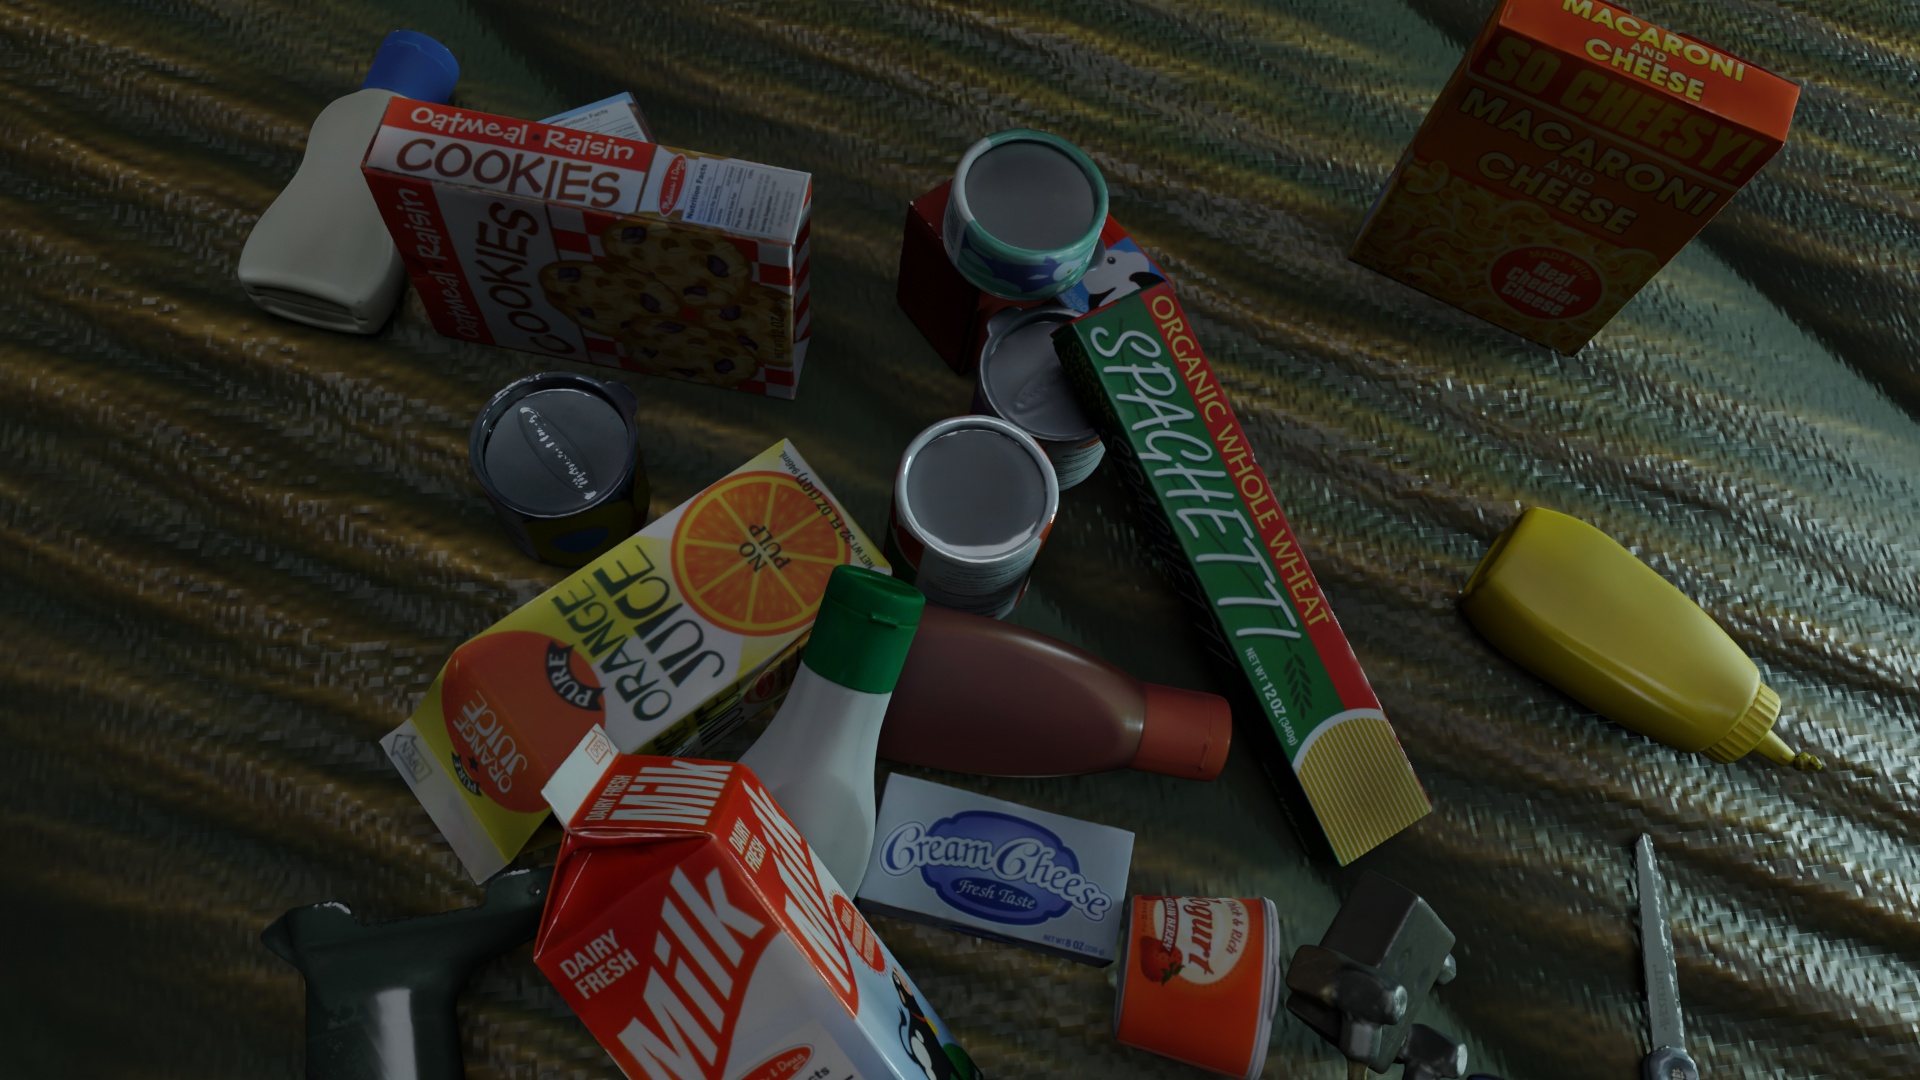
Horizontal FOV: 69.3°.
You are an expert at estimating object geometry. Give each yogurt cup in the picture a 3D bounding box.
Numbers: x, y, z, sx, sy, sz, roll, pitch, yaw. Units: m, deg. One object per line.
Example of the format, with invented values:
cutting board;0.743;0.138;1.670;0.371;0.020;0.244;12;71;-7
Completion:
yogurt cup;0.088;0.166;0.527;0.054;0.072;0.072;8;67;6

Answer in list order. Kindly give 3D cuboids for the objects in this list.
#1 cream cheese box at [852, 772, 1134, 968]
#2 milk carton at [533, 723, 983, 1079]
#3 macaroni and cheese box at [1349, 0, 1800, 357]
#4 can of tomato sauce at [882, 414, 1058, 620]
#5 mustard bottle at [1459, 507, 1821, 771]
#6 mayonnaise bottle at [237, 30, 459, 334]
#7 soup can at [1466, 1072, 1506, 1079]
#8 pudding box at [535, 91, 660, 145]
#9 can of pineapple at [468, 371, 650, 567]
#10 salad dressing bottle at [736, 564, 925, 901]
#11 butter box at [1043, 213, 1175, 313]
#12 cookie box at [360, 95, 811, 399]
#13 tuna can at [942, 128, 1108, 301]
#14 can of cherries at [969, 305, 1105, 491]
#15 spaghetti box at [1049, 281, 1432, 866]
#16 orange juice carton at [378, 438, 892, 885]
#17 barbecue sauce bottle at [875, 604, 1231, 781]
cream cheese box;0.014;0.131;0.554;0.104;0.024;0.053;14;65;-1
milk carton;-0.074;0.147;0.468;0.073;0.072;0.190;-35;98;4
macaroni and cheese box;0.266;-0.164;0.628;0.124;0.165;0.040;25;67;4
can of tomato sauce;0.002;-0.007;0.579;0.071;0.082;0.071;2;68;-5
mustard bottle;0.299;0.053;0.605;0.160;0.048;0.065;38;69;9
mayonnaise bottle;-0.273;-0.168;0.641;0.065;0.041;0.148;13;65;-2
soup can;0.192;0.247;0.499;0.071;0.071;0.084;39;69;10
pudding box;-0.184;-0.175;0.659;0.084;0.030;0.050;-25;73;-15
can of pineapple;-0.164;-0.029;0.584;0.071;0.057;0.071;2;68;-5
salad dressing bottle;-0.054;0.083;0.519;0.064;0.044;0.147;18;98;-20
butter box;0.050;-0.141;0.673;0.053;0.024;0.103;-34;75;-17
cookie box;-0.149;-0.118;0.588;0.167;0.122;0.040;10;66;-2
tuna can;0.029;-0.135;0.579;0.071;0.032;0.071;3;67;-7
can of cherries;0.037;-0.064;0.621;0.071;0.058;0.072;2;68;-5
spaghetti box;0.115;0.013;0.575;0.050;0.028;0.250;-26;90;-17
orange juice carton;-0.124;0.049;0.547;0.193;0.072;0.072;-35;76;-18
barbecue sauce bottle;0.035;0.069;0.567;0.149;0.044;0.064;11;107;-7
